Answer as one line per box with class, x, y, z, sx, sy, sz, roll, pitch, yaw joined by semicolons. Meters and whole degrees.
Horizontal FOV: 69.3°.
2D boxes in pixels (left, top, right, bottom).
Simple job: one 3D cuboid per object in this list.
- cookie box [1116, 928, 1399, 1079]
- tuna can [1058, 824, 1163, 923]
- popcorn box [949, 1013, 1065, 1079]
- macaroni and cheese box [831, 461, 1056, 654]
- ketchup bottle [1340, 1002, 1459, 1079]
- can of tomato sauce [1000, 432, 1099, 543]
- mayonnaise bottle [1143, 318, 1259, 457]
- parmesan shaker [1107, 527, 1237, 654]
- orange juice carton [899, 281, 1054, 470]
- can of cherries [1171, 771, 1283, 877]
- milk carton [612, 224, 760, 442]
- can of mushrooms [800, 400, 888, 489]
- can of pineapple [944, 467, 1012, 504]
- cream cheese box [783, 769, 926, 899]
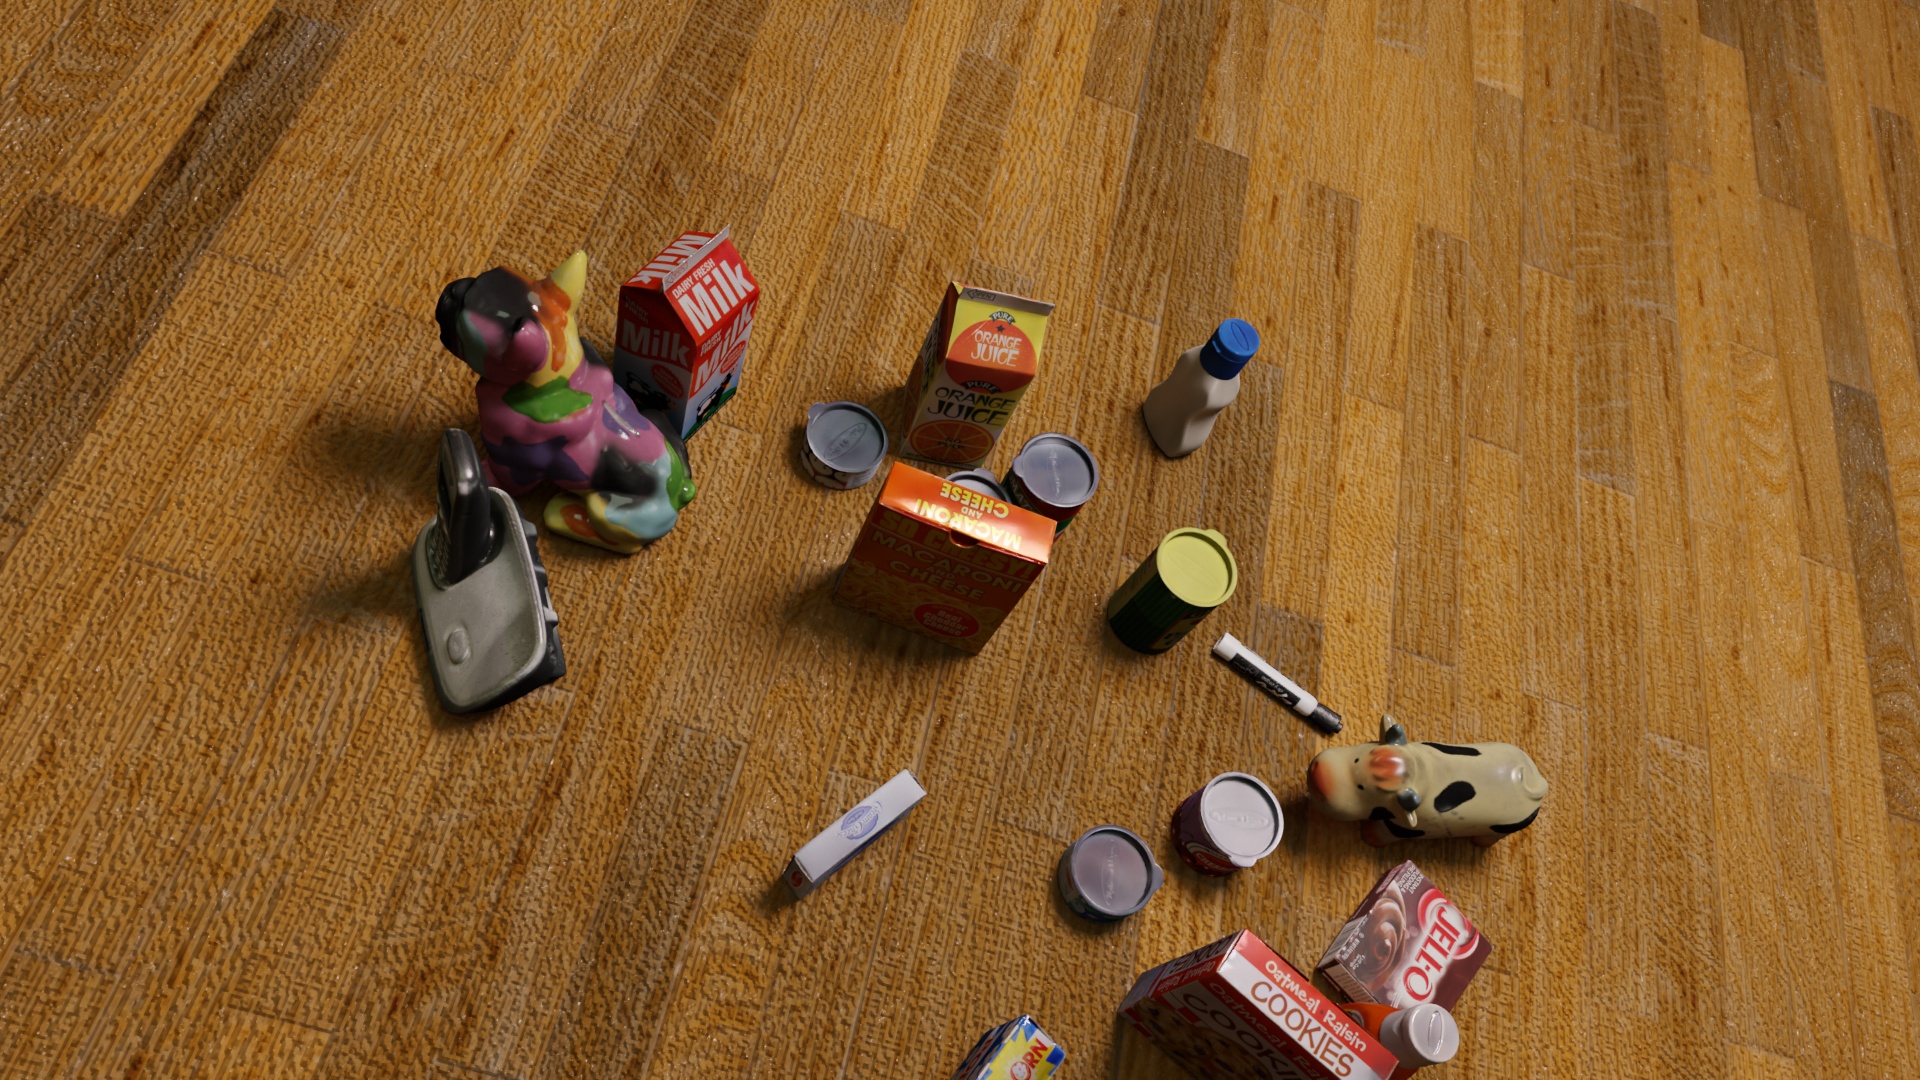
cookie box;0.190;0.324;0.916;0.123;0.166;0.040;40;59;5
tuna can;0.109;0.243;1.010;0.071;0.032;0.071;7;62;-14
popcorn box;0.005;0.368;0.883;0.038;0.084;0.127;42;59;6
macaroni and cheese box;-0.016;0.018;1.010;0.124;0.165;0.040;20;60;-7
ketchup bottle;0.283;0.345;0.945;0.043;0.148;0.065;23;59;-6
can of tomato sauce;0.064;-0.037;1.112;0.071;0.082;0.071;7;62;-14
mayonnaise bottle;0.203;-0.130;1.167;0.041;0.147;0.065;-15;69;-24
parmesan shaker;0.167;0.040;1.093;0.071;0.102;0.071;7;62;-14
orange juice carton;0.010;-0.135;1.082;0.072;0.191;0.073;10;62;-13
can of cherries;0.198;0.215;1.038;0.071;0.058;0.072;7;62;-14
milk carton;-0.204;-0.156;1.027;0.073;0.189;0.073;38;59;4
can of mushrooms;-0.095;-0.078;1.112;0.071;0.033;0.071;7;62;-14
can of pineapple;0.004;-0.014;1.096;0.071;0.057;0.071;7;62;-14
cream cheese box;-0.074;0.203;0.962;0.104;0.053;0.024;-34;78;-29
